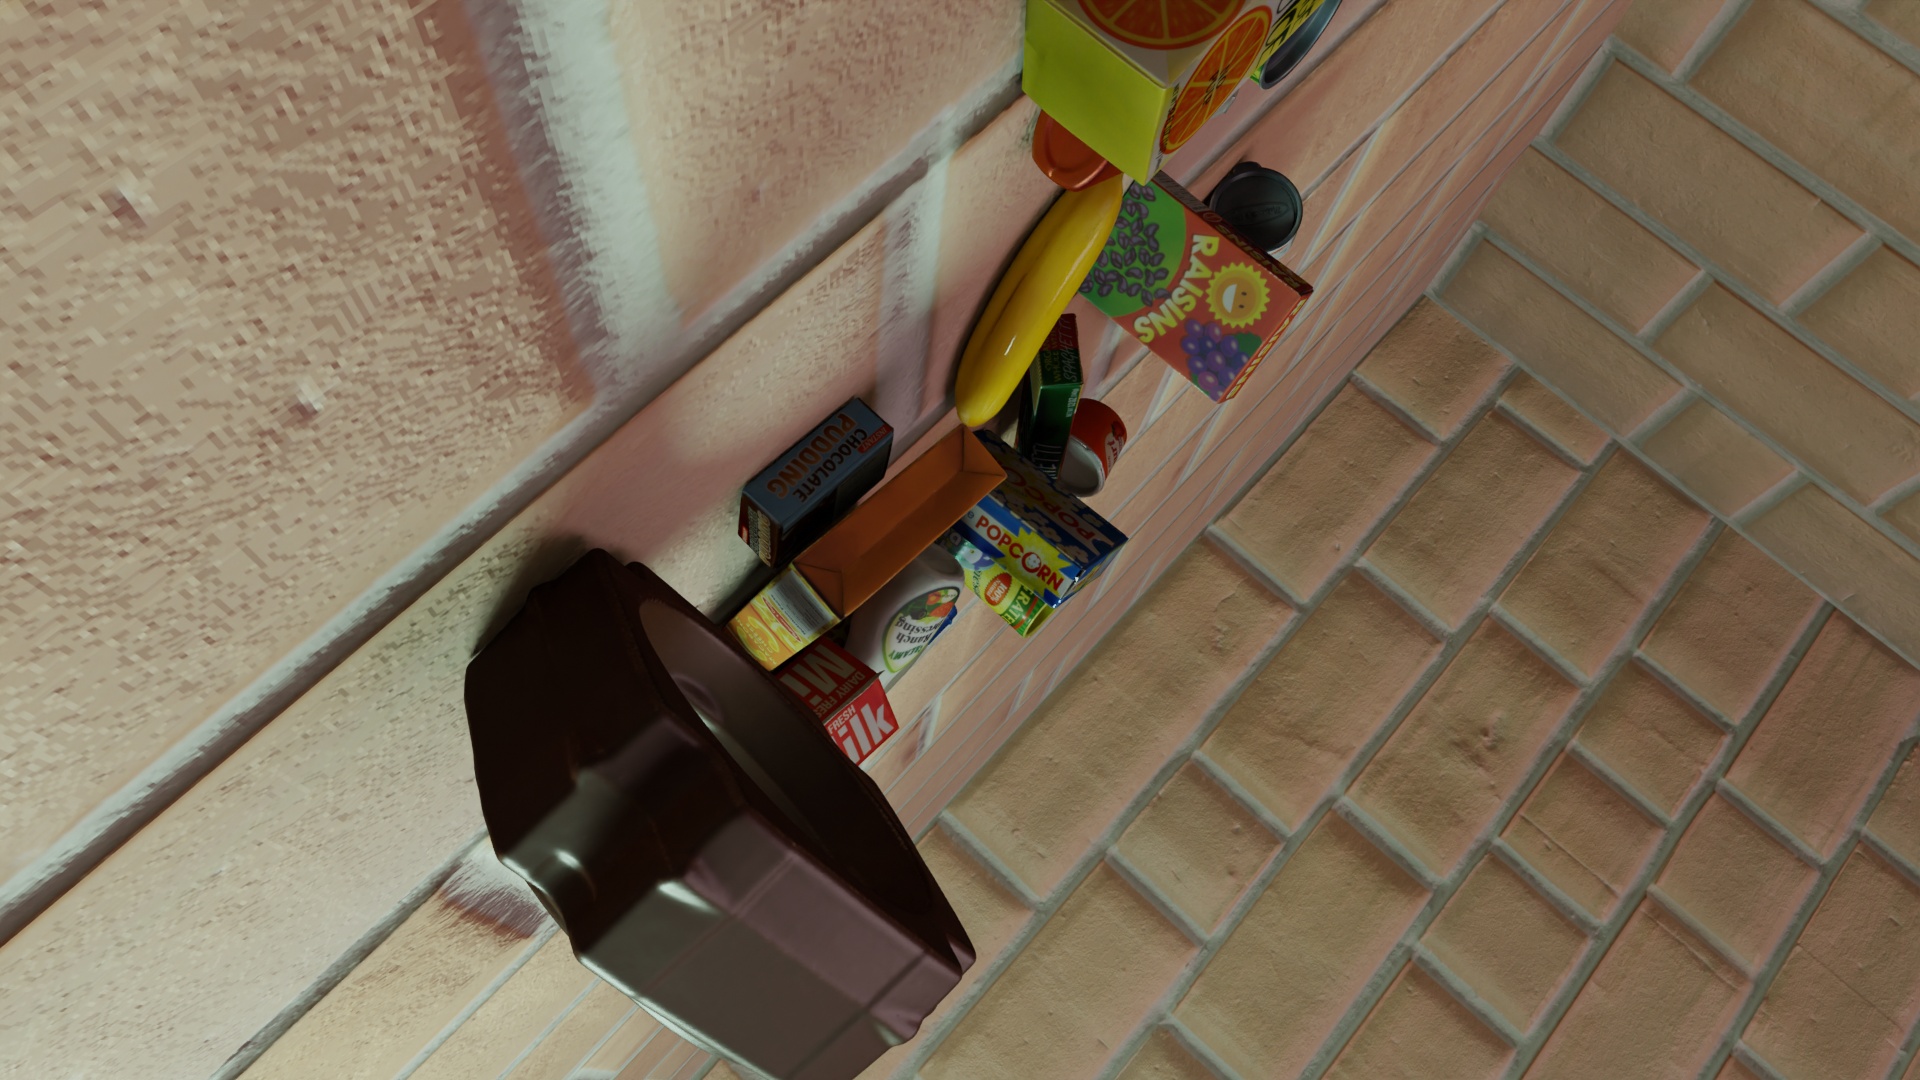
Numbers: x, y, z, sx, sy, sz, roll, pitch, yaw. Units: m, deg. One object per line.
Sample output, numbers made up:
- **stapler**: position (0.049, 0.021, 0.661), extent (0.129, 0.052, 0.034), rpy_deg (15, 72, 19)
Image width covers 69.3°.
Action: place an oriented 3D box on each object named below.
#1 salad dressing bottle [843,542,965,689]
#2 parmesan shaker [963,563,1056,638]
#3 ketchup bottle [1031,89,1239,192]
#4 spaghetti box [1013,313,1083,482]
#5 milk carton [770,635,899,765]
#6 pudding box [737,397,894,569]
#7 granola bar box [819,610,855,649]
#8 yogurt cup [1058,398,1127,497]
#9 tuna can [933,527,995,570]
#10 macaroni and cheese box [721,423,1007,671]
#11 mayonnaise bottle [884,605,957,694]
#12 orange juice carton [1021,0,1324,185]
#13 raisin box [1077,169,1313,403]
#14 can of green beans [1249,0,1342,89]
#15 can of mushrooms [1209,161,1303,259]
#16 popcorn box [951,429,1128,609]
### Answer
- **salad dressing bottle**: position (-0.052, 0.068, 0.911), extent (0.064, 0.044, 0.147), rpy_deg (2, 127, -51)
- **parmesan shaker**: position (0.031, 0.018, 1.061), extent (0.071, 0.103, 0.071), rpy_deg (-46, 168, -13)
- **ketchup bottle**: position (0.093, -0.215, 0.681), extent (0.149, 0.043, 0.064), rpy_deg (-36, 163, -49)
- **spaghetti box**: position (0.058, -0.078, 0.970), extent (0.029, 0.050, 0.249), rpy_deg (-3, 162, -2)
- **milk carton**: position (-0.101, 0.114, 0.829), extent (0.072, 0.073, 0.190), rpy_deg (-41, -176, -28)
- **pudding box**: position (-0.073, -0.029, 0.705), extent (0.084, 0.030, 0.049), rpy_deg (-43, 168, -26)
- **granola bar box**: position (-0.093, 0.093, 1.008), extent (0.165, 0.039, 0.124), rpy_deg (-50, 168, 8)
- **yogurt cup**: position (0.096, -0.076, 1.101), extent (0.054, 0.072, 0.072), rpy_deg (-51, 171, -31)
- **tuna can**: position (0.003, -0.012, 0.955), extent (0.032, 0.071, 0.071), rpy_deg (-54, 167, 28)
- **macaroni and cheese box**: position (-0.059, 0.010, 0.754), extent (0.124, 0.040, 0.166), rpy_deg (-41, -177, -28)
- **mayonnaise bottle**: position (-0.064, 0.099, 1.132), extent (0.148, 0.041, 0.064), rpy_deg (-46, 170, -20)
- **orange juice carton**: position (0.115, -0.248, 0.578), extent (0.193, 0.073, 0.071), rpy_deg (-47, 168, -12)
- **raisin box**: position (0.139, -0.155, 0.848), extent (0.085, 0.123, 0.040), rpy_deg (-55, 166, 27)
- **can of green beans**: position (0.146, -0.265, 0.677), extent (0.071, 0.058, 0.071), rpy_deg (-46, 168, -12)
- **can of mushrooms**: position (0.213, -0.236, 1.009), extent (0.071, 0.071, 0.033), rpy_deg (-48, 168, -3)
- **popcorn box**: position (0.039, -0.017, 0.918), extent (0.038, 0.127, 0.085), rpy_deg (-58, 166, 26)
